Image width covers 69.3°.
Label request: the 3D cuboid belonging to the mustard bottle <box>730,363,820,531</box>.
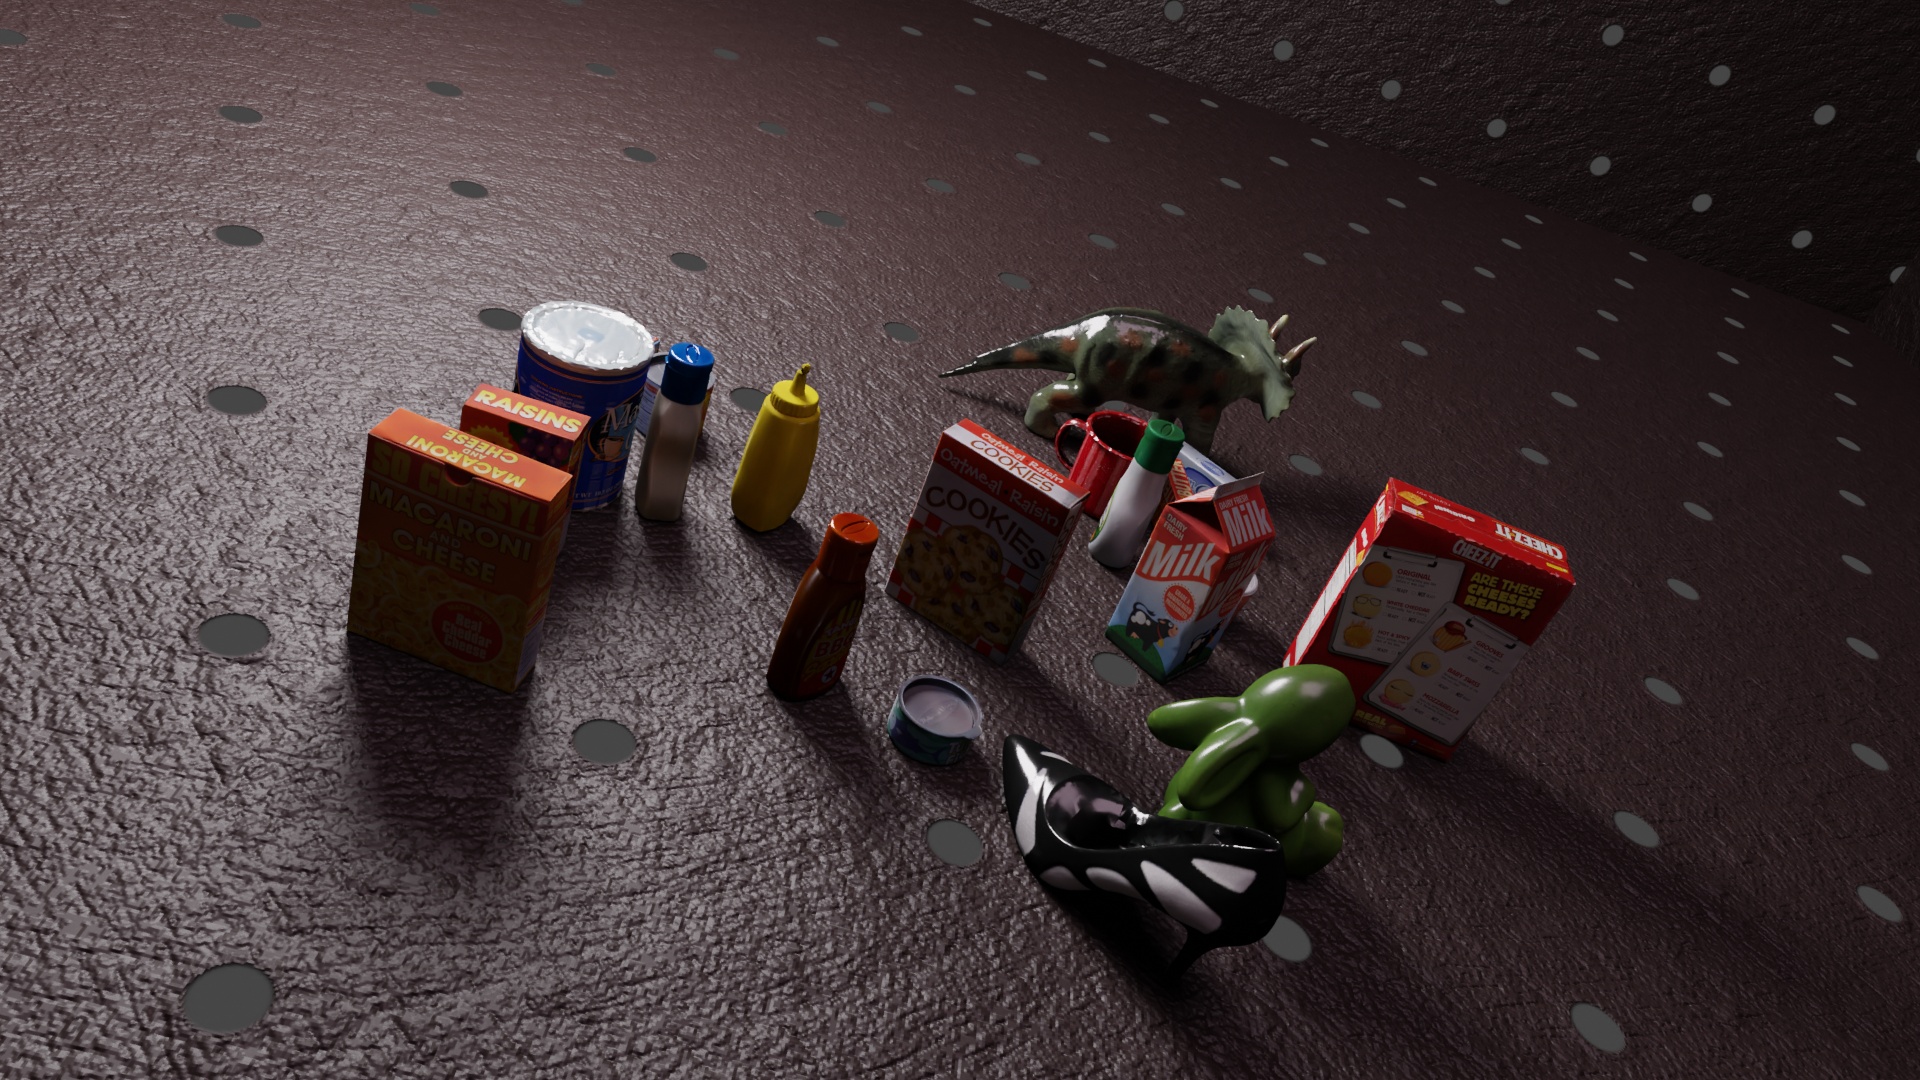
[{"bbox_3d":[-0.149,-0.084,1.168,0.049,0.159,0.065,32,34,15],"label":"mustard bottle"}]

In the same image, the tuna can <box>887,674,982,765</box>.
[{"bbox_3d":[-0.018,0.136,1.041,0.071,0.032,0.071,15,33,-10],"label":"tuna can"}]

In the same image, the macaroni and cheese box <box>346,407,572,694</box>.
[{"bbox_3d":[-0.334,0.010,0.920,0.124,0.165,0.040,21,32,0],"label":"macaroni and cheese box"}]

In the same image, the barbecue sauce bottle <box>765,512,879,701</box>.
[{"bbox_3d":[-0.097,0.048,1.017,0.044,0.147,0.065,38,36,24],"label":"barbecue sauce bottle"}]

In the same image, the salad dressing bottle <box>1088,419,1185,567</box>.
[{"bbox_3d":[0.166,-0.044,1.301,0.044,0.146,0.064,28,33,10],"label":"salad dressing bottle"}]

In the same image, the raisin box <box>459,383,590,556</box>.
[{"bbox_3d":[-0.333,-0.047,1.044,0.086,0.122,0.040,18,33,-5],"label":"raisin box"}]

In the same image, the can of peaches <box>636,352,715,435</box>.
[{"bbox_3d":[-0.260,-0.130,1.266,0.071,0.057,0.071,15,33,-10],"label":"can of peaches"}]

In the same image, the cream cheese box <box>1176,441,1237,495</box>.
[{"bbox_3d":[0.254,-0.055,1.455,0.024,0.053,0.104,-18,49,-45],"label":"cream cheese box"}]

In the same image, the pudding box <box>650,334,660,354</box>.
[{"bbox_3d":[-0.316,-0.160,1.285,0.030,0.049,0.084,28,33,10],"label":"pudding box"}]

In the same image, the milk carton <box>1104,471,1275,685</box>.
[{"bbox_3d":[0.201,0.024,1.185,0.072,0.189,0.073,-17,49,-44],"label":"milk carton"}]

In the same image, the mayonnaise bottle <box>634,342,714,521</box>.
[{"bbox_3d":[-0.235,-0.090,1.139,0.041,0.147,0.065,8,35,-20],"label":"mayonnaise bottle"}]

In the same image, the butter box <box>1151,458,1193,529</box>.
[{"bbox_3d":[0.213,-0.036,1.404,0.024,0.052,0.104,13,34,-14],"label":"butter box"}]

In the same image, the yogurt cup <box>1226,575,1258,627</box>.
[{"bbox_3d":[0.236,0.048,1.295,0.072,0.053,0.073,15,33,-10],"label":"yogurt cup"}]

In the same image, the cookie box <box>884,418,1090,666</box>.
[{"bbox_3d":[0.019,0.002,1.134,0.123,0.166,0.040,32,34,16],"label":"cookie box"}]
